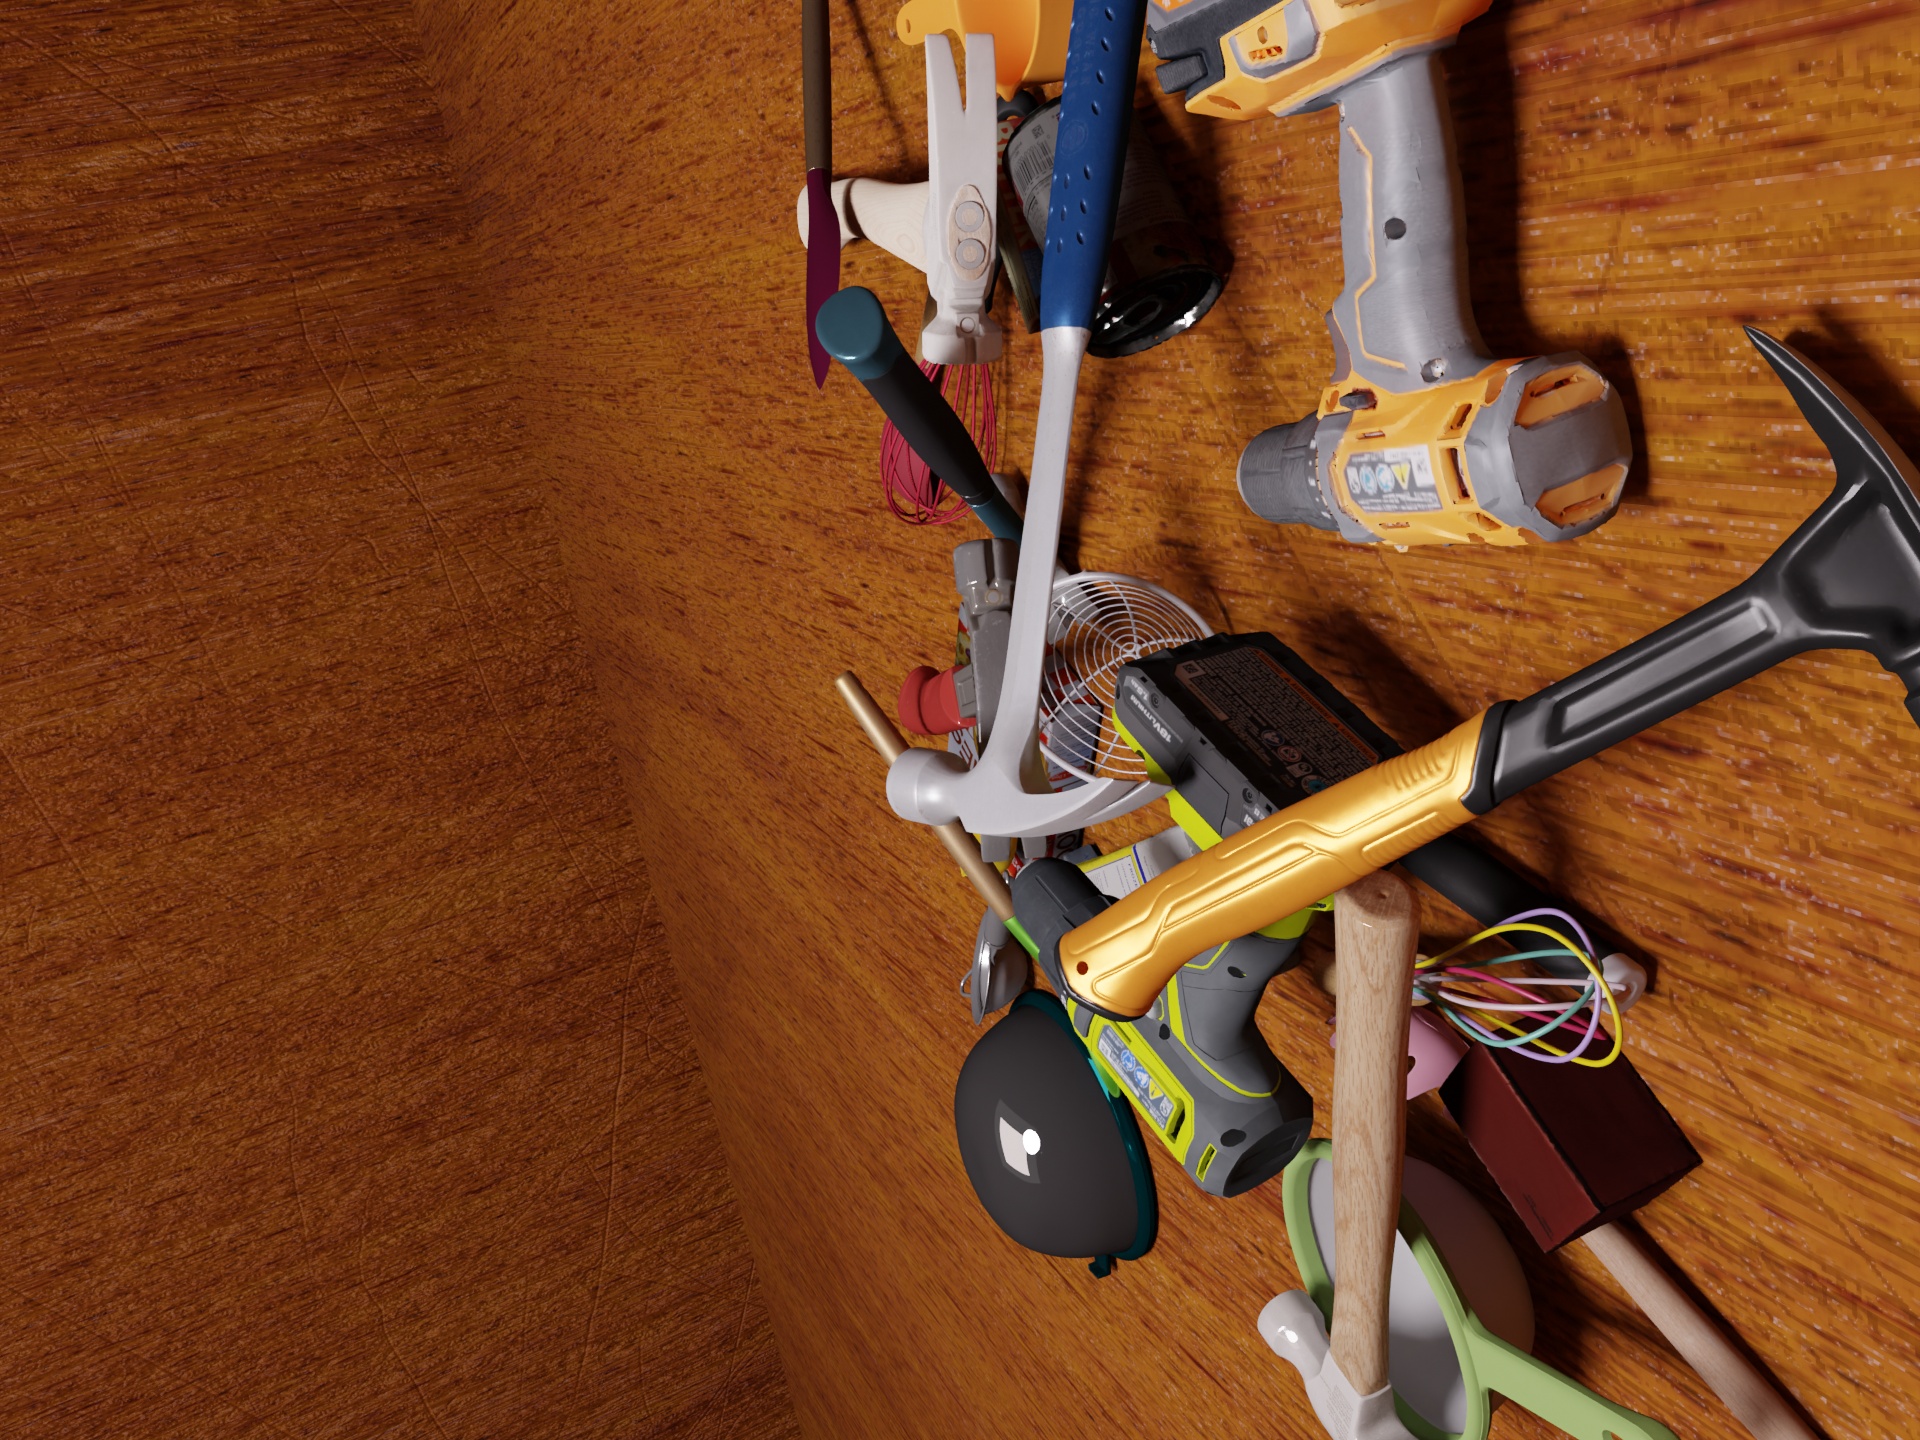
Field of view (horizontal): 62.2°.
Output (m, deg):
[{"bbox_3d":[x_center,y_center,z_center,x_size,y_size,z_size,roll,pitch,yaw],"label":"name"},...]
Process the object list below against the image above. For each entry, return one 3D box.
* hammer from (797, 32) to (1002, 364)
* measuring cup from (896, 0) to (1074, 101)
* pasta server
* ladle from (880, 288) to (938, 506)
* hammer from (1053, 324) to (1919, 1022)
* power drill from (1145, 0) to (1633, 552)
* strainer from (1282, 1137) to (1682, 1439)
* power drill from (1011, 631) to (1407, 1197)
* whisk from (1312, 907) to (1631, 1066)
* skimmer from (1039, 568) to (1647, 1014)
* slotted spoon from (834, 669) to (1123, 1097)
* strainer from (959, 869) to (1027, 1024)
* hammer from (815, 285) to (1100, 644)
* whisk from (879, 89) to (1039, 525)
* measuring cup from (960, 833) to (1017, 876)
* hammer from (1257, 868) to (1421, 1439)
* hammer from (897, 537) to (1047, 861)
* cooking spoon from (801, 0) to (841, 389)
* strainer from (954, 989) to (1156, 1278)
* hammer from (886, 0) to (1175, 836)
[{"bbox_3d":[-0.047,-0.300,0.910,0.411,0.038,0.146,-128,35,-66],"label":"hammer"},{"bbox_3d":[0.020,-0.352,0.775,0.174,0.052,0.095,-147,43,-63],"label":"measuring cup"},{"bbox_3d":[0.265,0.225,0.645,0.040,0.060,0.317,-52,50,16],"label":"pasta server"},{"bbox_3d":[-0.015,-0.243,0.992,0.069,0.031,0.315,62,156,25],"label":"ladle"},{"bbox_3d":[0.153,0.016,0.532,0.337,0.034,0.127,-35,70,36],"label":"hammer"},{"bbox_3d":[0.140,-0.171,0.583,0.185,0.084,0.226,12,123,68],"label":"power drill"},{"bbox_3d":[0.235,0.257,0.693,0.256,0.069,0.151,180,73,-71],"label":"strainer"},{"bbox_3d":[0.100,0.076,0.712,0.191,0.080,0.228,49,142,36],"label":"power drill"},{"bbox_3d":[0.193,0.109,0.637,0.047,0.051,0.245,38,169,-2],"label":"whisk"},{"bbox_3d":[0.141,0.034,0.727,0.364,0.090,0.127,43,142,52],"label":"skimmer"},{"bbox_3d":[0.018,0.099,0.981,0.313,0.031,0.070,55,172,-6],"label":"slotted spoon"},{"bbox_3d":[0.028,0.158,1.144,0.258,0.050,0.087,94,179,-64],"label":"strainer"},{"bbox_3d":[0.002,-0.127,0.806,0.128,0.033,0.330,59,-172,21],"label":"hammer"},{"bbox_3d":[0.004,-0.224,0.916,0.073,0.073,0.295,59,150,32],"label":"whisk"},{"bbox_3d":[0.006,0.056,1.073,0.157,0.029,0.062,-124,40,-66],"label":"measuring cup"},{"bbox_3d":[0.170,0.201,0.661,0.130,0.031,0.331,-130,27,-52],"label":"hammer"},{"bbox_3d":[-0.001,-0.003,0.900,0.359,0.036,0.149,161,104,-83],"label":"hammer"},{"bbox_3d":[-0.085,-0.345,0.944,0.068,0.017,0.319,132,138,-67],"label":"cooking spoon"},{"bbox_3d":[0.060,0.282,1.133,0.211,0.095,0.340,62,158,26],"label":"strainer"},{"bbox_3d":[0.048,-0.151,0.663,0.144,0.035,0.405,6,88,50],"label":"hammer"}]
